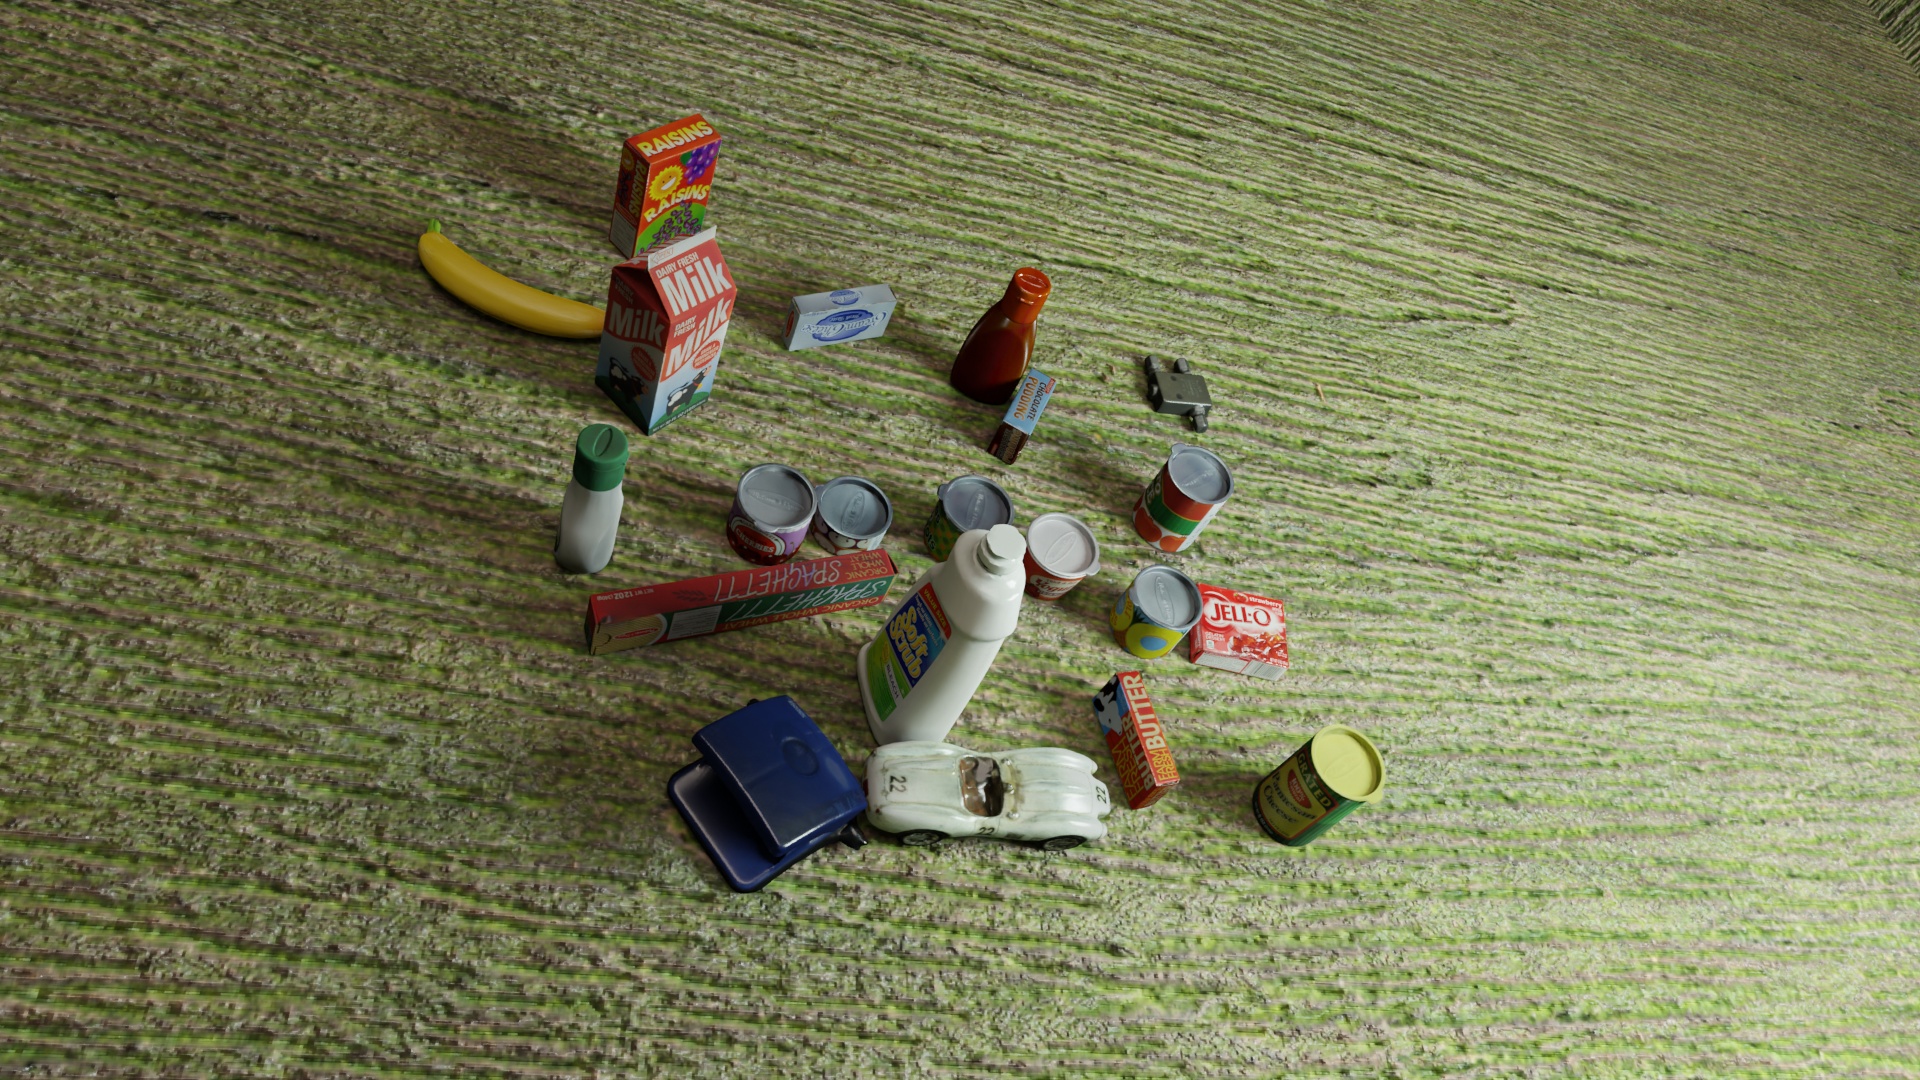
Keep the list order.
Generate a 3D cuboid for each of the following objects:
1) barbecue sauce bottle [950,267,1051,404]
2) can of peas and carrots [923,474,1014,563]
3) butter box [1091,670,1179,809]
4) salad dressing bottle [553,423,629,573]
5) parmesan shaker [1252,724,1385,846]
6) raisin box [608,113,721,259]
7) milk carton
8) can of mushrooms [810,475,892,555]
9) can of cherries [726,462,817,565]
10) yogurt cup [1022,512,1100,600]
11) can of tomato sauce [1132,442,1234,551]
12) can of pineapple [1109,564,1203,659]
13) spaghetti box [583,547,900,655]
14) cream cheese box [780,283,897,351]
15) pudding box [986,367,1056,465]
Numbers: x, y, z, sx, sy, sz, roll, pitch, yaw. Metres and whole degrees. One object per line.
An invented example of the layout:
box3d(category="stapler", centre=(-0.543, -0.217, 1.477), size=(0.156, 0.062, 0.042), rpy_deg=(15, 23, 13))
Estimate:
box3d(category="barbecue sauce bottle", centre=(0.042, -0.191, 1.296), size=(0.065, 0.147, 0.044), rpy_deg=(21, 51, -7))
box3d(category="can of peas and carrots", centre=(0.004, -0.015, 1.213), size=(0.071, 0.058, 0.071), rpy_deg=(11, 53, -15))
box3d(category="butter box", centre=(0.144, 0.164, 1.145), size=(0.024, 0.052, 0.104), rpy_deg=(-4, 58, -24))
box3d(category="salad dressing bottle", centre=(-0.279, -0.031, 1.053), size=(0.044, 0.146, 0.064), rpy_deg=(20, 51, -8))
box3d(category="parmesan shaker", centre=(0.295, 0.206, 1.144), size=(0.071, 0.102, 0.071), rpy_deg=(11, 53, -15))
box3d(category="raisin box", centre=(-0.273, -0.325, 1.280), size=(0.040, 0.122, 0.086), rpy_deg=(46, 53, 13))
box3d(category="milk carton", centre=(-0.243, -0.180, 1.147), size=(0.073, 0.189, 0.073), rpy_deg=(44, 52, 11))
box3d(category="can of mushrooms", centre=(-0.097, -0.021, 1.193), size=(0.071, 0.033, 0.071), rpy_deg=(11, 53, -15))
box3d(category="can of cherries", centre=(-0.159, -0.020, 1.151), size=(0.071, 0.058, 0.072), rpy_deg=(11, 53, -15))
box3d(category="yogurt cup", centre=(0.081, 0.017, 1.224), size=(0.072, 0.053, 0.073), rpy_deg=(11, 53, -15))
box3d(category="can of tomato sauce", centre=(0.205, -0.039, 1.296), size=(0.071, 0.082, 0.071), rpy_deg=(11, 53, -15))
box3d(category="can of pineapple", centre=(0.170, 0.063, 1.225), size=(0.071, 0.057, 0.071), rpy_deg=(11, 53, -15))
box3d(category="spaghetti box", centre=(-0.171, 0.047, 1.104), size=(0.251, 0.050, 0.029), rpy_deg=(-9, 61, -27))
box3d(category="cream cheese box", centre=(-0.115, -0.210, 1.308), size=(0.104, 0.053, 0.024), rpy_deg=(-15, 63, -30))
box3d(category="pudding box", centre=(0.059, -0.118, 1.314), size=(0.030, 0.049, 0.084), rpy_deg=(29, 51, -1))
